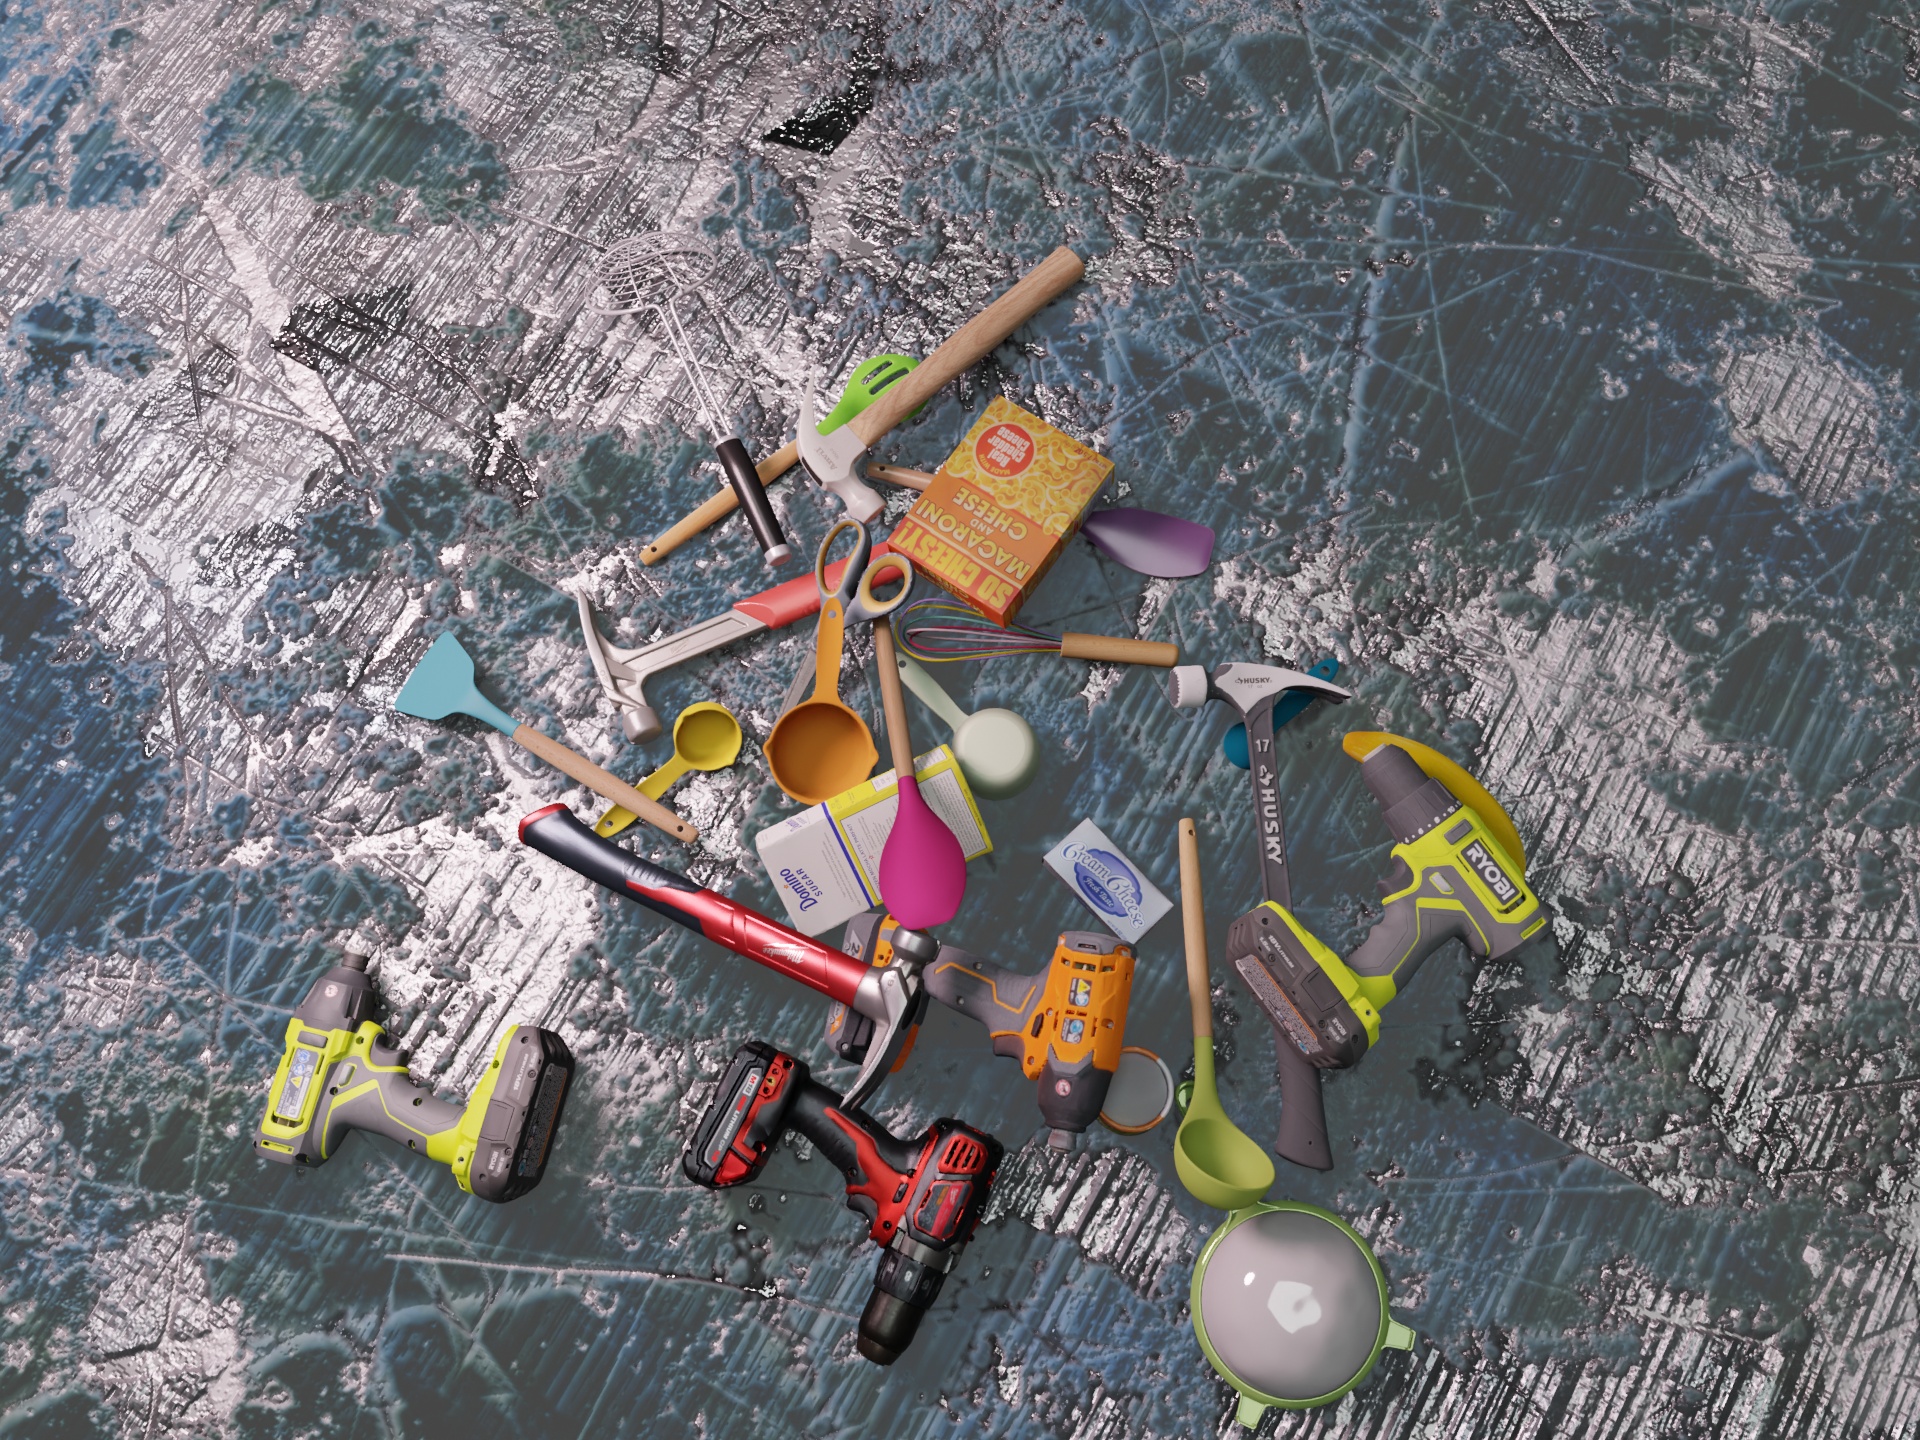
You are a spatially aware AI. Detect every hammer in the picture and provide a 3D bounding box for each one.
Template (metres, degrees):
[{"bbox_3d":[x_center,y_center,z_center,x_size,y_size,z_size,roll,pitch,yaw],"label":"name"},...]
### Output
[{"bbox_3d":[0.261,0.152,1.281,0.149,0.036,0.409,-2,77,-8],"label":"hammer"},{"bbox_3d":[-0.150,-0.113,1.393,0.359,0.036,0.149,-23,74,-3],"label":"hammer"},{"bbox_3d":[-0.207,0.168,1.264,0.386,0.038,0.143,21,84,24],"label":"hammer"},{"bbox_3d":[-0.014,-0.323,1.428,0.331,0.031,0.130,-43,92,-17],"label":"hammer"}]

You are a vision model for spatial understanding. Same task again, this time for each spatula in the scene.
[{"bbox_3d":[-0.350,0.023,1.352,0.317,0.044,0.082,30,80,13],"label":"spatula"},{"bbox_3d":[0.068,-0.184,1.411,0.316,0.018,0.060,16,75,7],"label":"spatula"}]

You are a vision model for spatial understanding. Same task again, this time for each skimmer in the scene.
[{"bbox_3d":[-0.231,-0.292,1.435,0.127,0.090,0.363,-24,78,-8],"label":"skimmer"}]

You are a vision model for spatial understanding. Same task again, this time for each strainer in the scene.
[{"bbox_3d":[0.229,0.392,1.205,0.151,0.069,0.256,-24,75,-4],"label":"strainer"}]

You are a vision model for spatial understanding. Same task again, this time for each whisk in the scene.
[{"bbox_3d":[0.065,-0.064,1.365,0.245,0.051,0.047,6,40,0],"label":"whisk"}]

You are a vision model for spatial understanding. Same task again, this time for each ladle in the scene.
[{"bbox_3d":[0.194,0.219,1.242,0.078,0.062,0.320,12,59,-21],"label":"ladle"}]

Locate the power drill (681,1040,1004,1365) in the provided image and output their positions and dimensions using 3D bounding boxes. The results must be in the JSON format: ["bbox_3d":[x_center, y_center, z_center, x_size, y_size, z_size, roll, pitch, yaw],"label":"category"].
[{"bbox_3d":[-0.099,0.368,1.230,0.227,0.080,0.188,24,77,7],"label":"power drill"}]

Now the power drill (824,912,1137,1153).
[{"bbox_3d":[0.015,0.236,1.230,0.226,0.084,0.164,5,73,21],"label":"power drill"}]

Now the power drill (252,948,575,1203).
[{"bbox_3d":[-0.434,0.286,1.272,0.223,0.080,0.171,11,75,10],"label":"power drill"}]

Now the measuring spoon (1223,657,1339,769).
[{"bbox_3d":[0.275,-0.010,1.345,0.128,0.021,0.042,-43,76,-7],"label":"measuring spoon"}]

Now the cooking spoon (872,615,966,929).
[{"bbox_3d":[-0.047,0.028,1.274,0.069,0.017,0.319,-14,52,4],"label":"cooking spoon"}]

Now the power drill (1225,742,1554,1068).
[{"bbox_3d":[0.322,0.142,1.237,0.228,0.080,0.191,-33,80,-17],"label":"power drill"}]

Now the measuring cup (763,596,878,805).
[{"bbox_3d":[-0.113,-0.015,1.336,0.095,0.052,0.173,5,87,-3],"label":"measuring cup"}]

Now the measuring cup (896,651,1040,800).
[{"bbox_3d":[-0.002,-0.004,1.350,0.083,0.038,0.168,-44,78,-9],"label":"measuring cup"}]

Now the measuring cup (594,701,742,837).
[{"bbox_3d":[-0.253,0.043,1.356,0.156,0.029,0.062,-40,116,5],"label":"measuring cup"}]

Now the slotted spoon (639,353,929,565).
[{"bbox_3d":[-0.158,-0.235,1.435,0.314,0.031,0.070,-36,79,-6],"label":"slotted spoon"}]
